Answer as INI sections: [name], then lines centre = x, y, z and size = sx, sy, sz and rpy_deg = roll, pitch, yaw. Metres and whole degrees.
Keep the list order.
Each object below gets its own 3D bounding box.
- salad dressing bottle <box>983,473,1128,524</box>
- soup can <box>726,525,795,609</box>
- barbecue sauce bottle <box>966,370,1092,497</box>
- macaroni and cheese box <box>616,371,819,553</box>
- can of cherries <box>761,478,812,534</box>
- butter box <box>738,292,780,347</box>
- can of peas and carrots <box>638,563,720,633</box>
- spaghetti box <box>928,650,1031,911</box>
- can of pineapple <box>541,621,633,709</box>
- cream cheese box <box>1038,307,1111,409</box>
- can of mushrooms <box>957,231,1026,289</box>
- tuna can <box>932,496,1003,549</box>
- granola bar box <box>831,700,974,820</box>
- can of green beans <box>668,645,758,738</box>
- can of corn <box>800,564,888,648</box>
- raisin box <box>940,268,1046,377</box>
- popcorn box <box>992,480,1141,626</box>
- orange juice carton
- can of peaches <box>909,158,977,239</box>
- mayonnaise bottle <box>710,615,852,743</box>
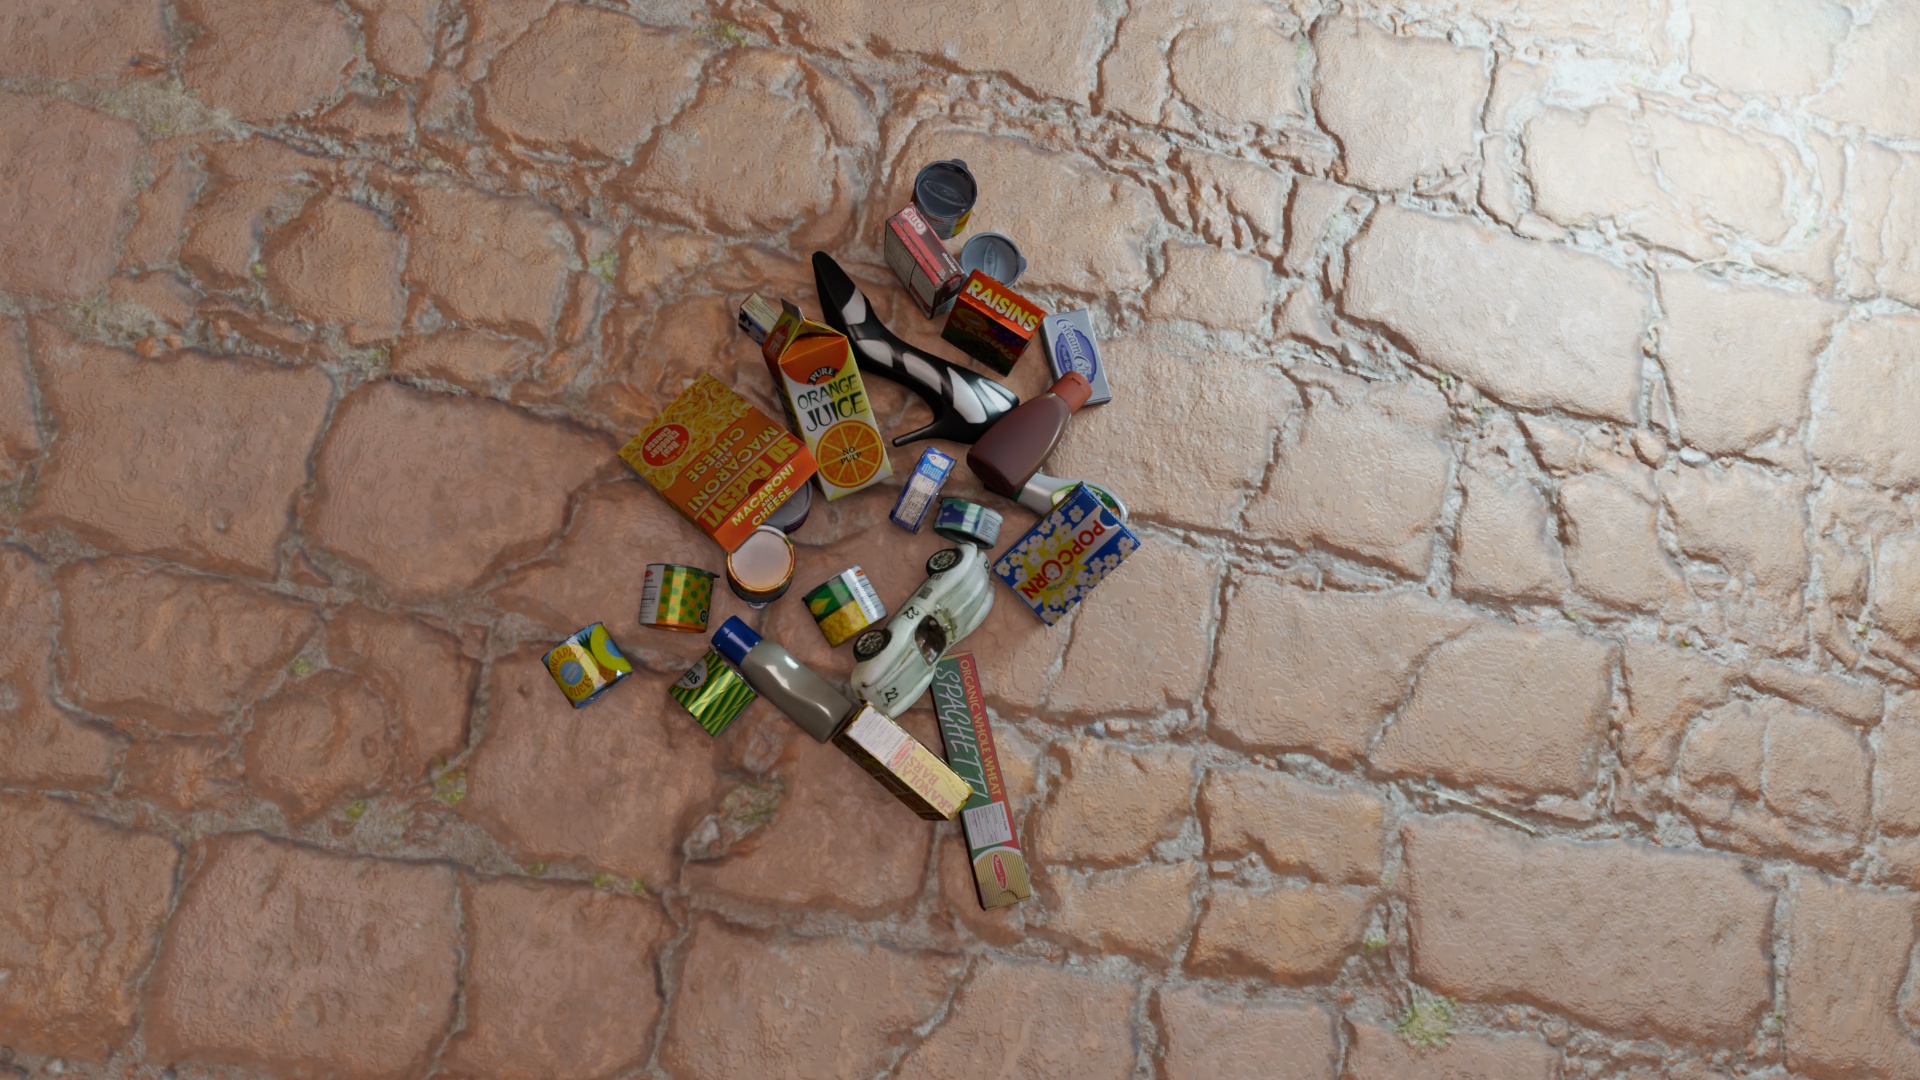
[salad dressing bottle]
centre = 0.097, -0.042, 1.428
size = 0.148, 0.044, 0.064
rpy_deg = 22, 86, -2
[soup can]
centre = -0.194, 0.027, 1.348
size = 0.071, 0.083, 0.071
rpy_deg = 2, 80, -9
[barbecue sauce bottle]
centre = 0.075, -0.113, 1.405
size = 0.065, 0.043, 0.149
rpy_deg = 40, 67, 10
[macaroni and cheese box]
centre = -0.236, -0.078, 1.341
size = 0.124, 0.040, 0.167
rpy_deg = -46, 55, -13
[can of cherries]
centre = -0.179, -0.043, 1.378
size = 0.071, 0.058, 0.071
rpy_deg = 2, 79, -8
[butter box]
centre = -0.181, -0.202, 1.411
size = 0.103, 0.053, 0.024
rpy_deg = 41, 74, 0
[can of peas and carrots]
centre = -0.271, 0.057, 1.340
size = 0.071, 0.071, 0.059
rpy_deg = 8, 79, -7
[spaghetti box]
centre = 0.016, 0.234, 1.369
size = 0.050, 0.028, 0.250
rpy_deg = -12, 81, -11
[can of pineapple]
centre = -0.353, 0.119, 1.313
size = 0.071, 0.071, 0.058
rpy_deg = -34, 86, -13
[cream cheese box]
centre = 0.120, -0.191, 1.470
size = 0.053, 0.024, 0.104
rpy_deg = -12, 81, -11
[can of mushrooms]
centre = 0.033, -0.290, 1.471
size = 0.071, 0.033, 0.071
rpy_deg = 2, 78, -8
[tuna can]
centre = 0.005, -0.018, 1.399
size = 0.071, 0.071, 0.033
rpy_deg = 19, 79, -5
[granola bar box]
centre = -0.057, 0.208, 1.293
size = 0.124, 0.165, 0.039
rpy_deg = 40, 76, 0
[can of green beans]
centre = -0.237, 0.146, 1.328
size = 0.058, 0.071, 0.071
rpy_deg = -44, 89, -13
[can of corn]
centre = -0.115, 0.066, 1.364
size = 0.071, 0.071, 0.058
rpy_deg = -30, 86, -13
[raisin box]
centre = 0.032, -0.220, 1.411
size = 0.086, 0.123, 0.040
rpy_deg = 32, 77, -2
[popcorn box]
centre = 0.106, 0.014, 1.394
size = 0.126, 0.038, 0.085
rpy_deg = -44, 94, 11
[orange juice carton]
centre = -0.136, -0.143, 1.353
size = 0.073, 0.072, 0.192
rpy_deg = -24, 115, -12
[can of peaches]
centre = -0.018, -0.360, 1.464
size = 0.071, 0.058, 0.071
rpy_deg = 2, 79, -8
[mayonnaise bottle]
centre = -0.174, 0.132, 1.344
size = 0.148, 0.064, 0.041
rpy_deg = 40, 55, 4
